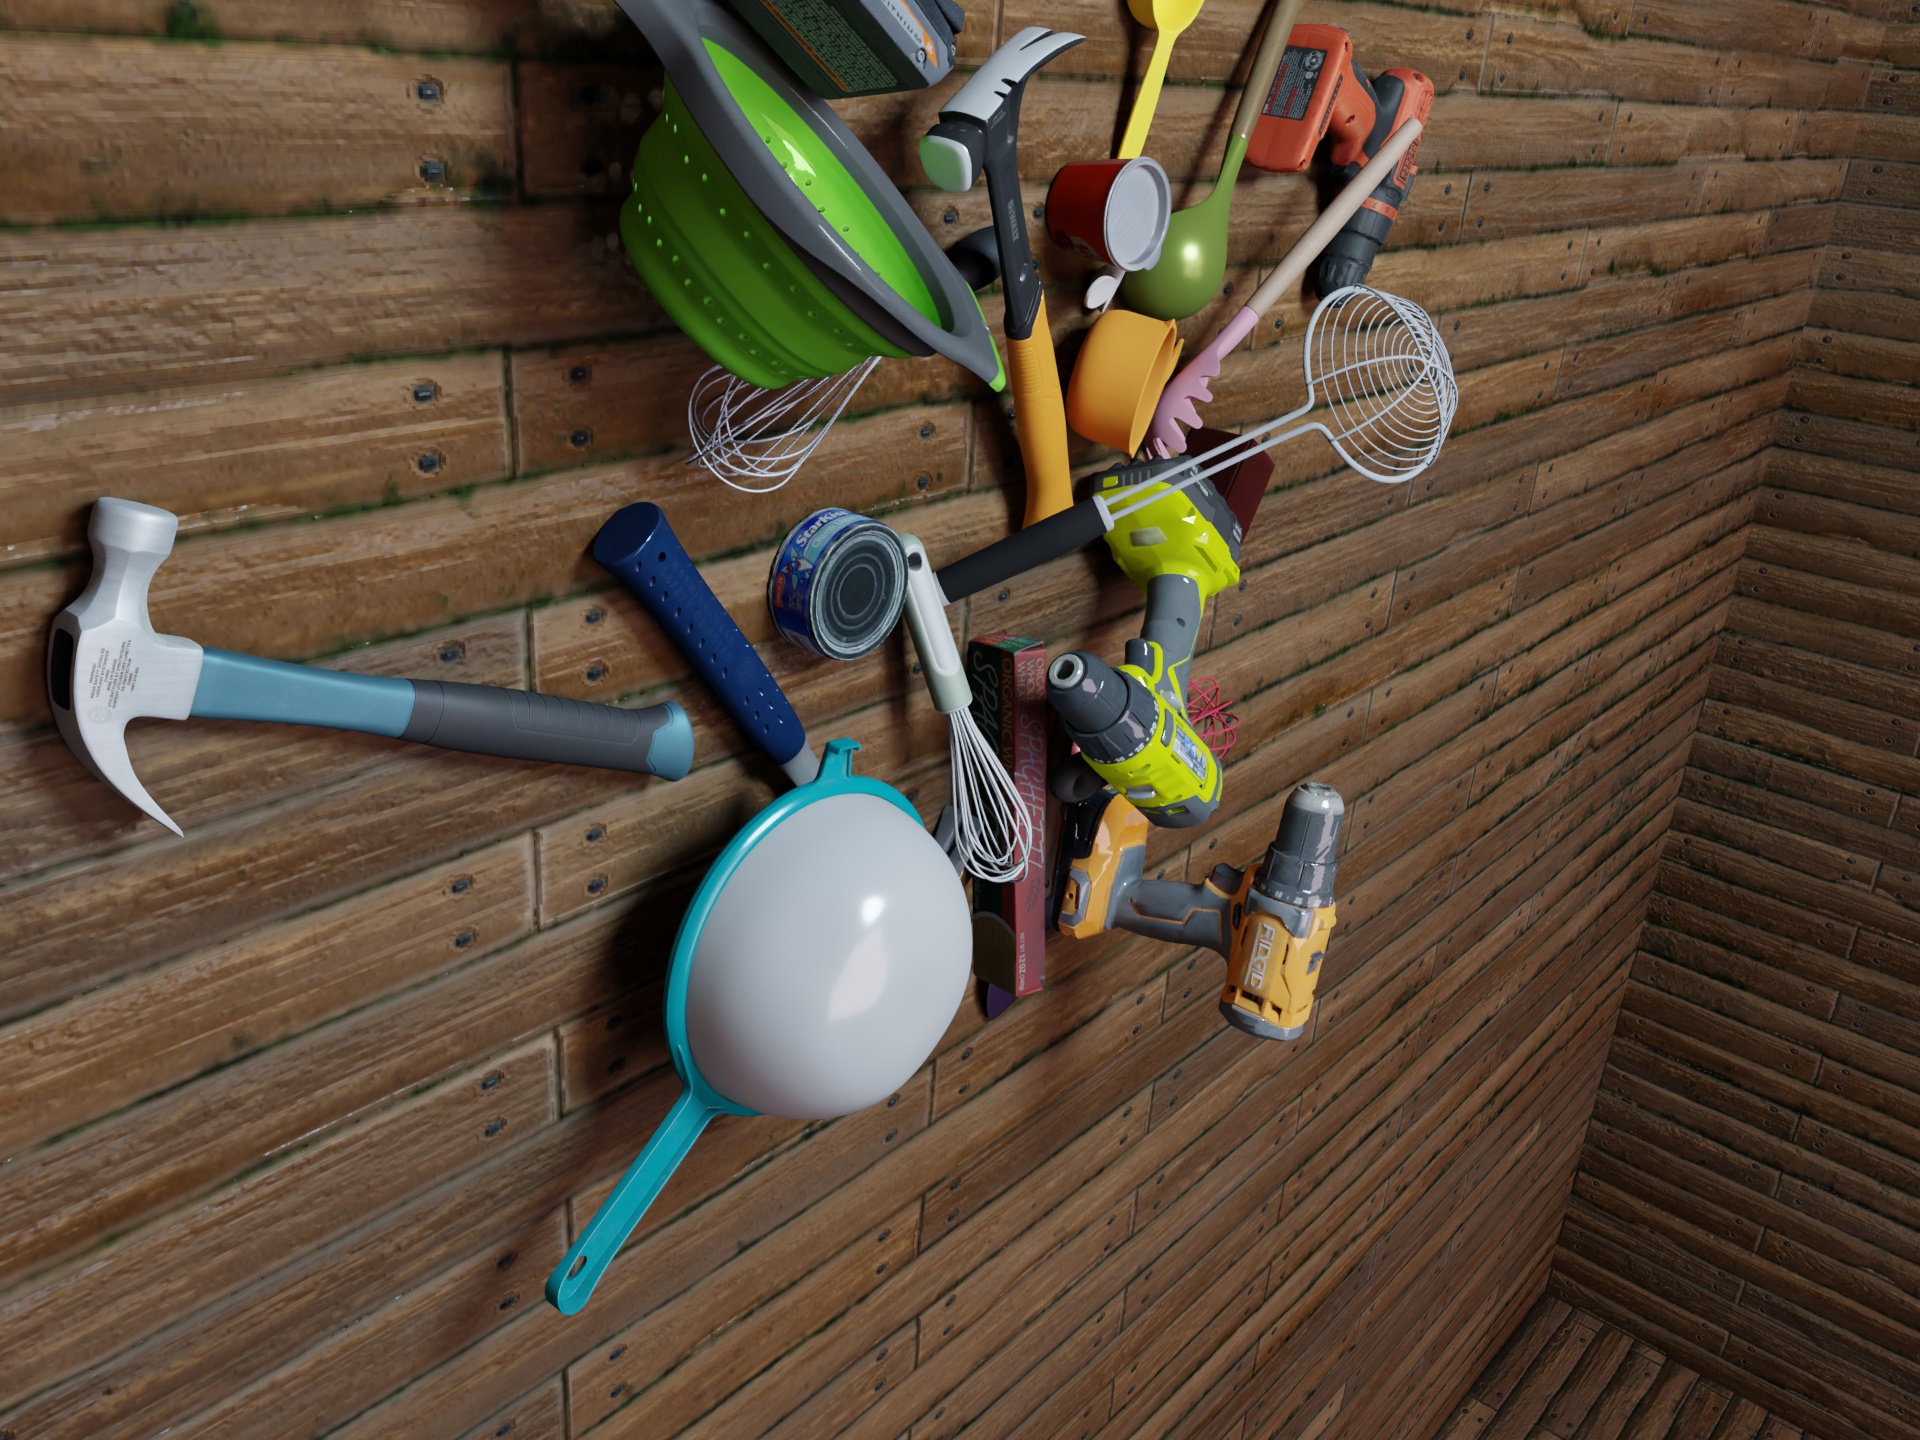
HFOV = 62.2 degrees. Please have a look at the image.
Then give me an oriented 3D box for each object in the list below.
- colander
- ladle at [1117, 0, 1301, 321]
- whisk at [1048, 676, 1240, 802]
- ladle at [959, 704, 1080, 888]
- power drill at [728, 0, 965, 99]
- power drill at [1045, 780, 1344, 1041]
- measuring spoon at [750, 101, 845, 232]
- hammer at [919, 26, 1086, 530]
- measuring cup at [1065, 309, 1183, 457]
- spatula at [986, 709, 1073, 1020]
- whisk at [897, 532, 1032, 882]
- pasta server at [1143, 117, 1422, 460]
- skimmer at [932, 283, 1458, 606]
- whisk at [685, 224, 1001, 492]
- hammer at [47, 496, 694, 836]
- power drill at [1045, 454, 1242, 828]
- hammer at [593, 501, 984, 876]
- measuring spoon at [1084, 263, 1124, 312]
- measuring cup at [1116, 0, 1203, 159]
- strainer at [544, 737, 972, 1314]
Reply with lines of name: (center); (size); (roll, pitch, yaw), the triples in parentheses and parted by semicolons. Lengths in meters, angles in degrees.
colander: (-0.140, -0.264, 0.688); (0.094, 0.205, 0.396); (-36, 129, 19)
ladle: (0.187, -0.419, 1.087); (0.078, 0.062, 0.320); (33, 74, -53)
whisk: (0.140, 0.018, 1.190); (0.296, 0.073, 0.073); (-20, 123, -58)
ladle: (0.018, 0.086, 1.134); (0.315, 0.031, 0.069); (-53, 142, -17)
power drill: (-0.027, -0.415, 0.752); (0.164, 0.084, 0.226); (30, 72, -54)
power drill: (0.173, 0.110, 1.173); (0.084, 0.226, 0.185); (-7, 113, -51)
measuring spoon: (-0.068, -0.277, 0.835); (0.042, 0.021, 0.128); (-61, 143, -9)
hammer: (0.043, -0.233, 0.949); (0.127, 0.034, 0.336); (-56, 153, -28)
measuring cup: (0.115, -0.241, 1.078); (0.174, 0.052, 0.095); (-56, 163, -60)
spatula: (0.055, 0.099, 1.159); (0.060, 0.018, 0.315); (-32, 141, -46)
whisk: (-0.002, -0.003, 1.007); (0.058, 0.059, 0.246); (-29, 114, -26)
pasta server: (0.231, -0.307, 1.140); (0.316, 0.040, 0.060); (-49, -178, -3)
skimmer: (0.146, -0.159, 1.016); (0.090, 0.363, 0.127); (-78, 143, -80)
whisk: (-0.050, -0.210, 0.871); (0.285, 0.070, 0.070); (-45, 139, -37)
hammer: (-0.247, -0.005, 0.736); (0.330, 0.033, 0.128); (11, 98, -54)
power drill: (0.124, -0.062, 1.076); (0.190, 0.080, 0.229); (41, 51, -48)
hammer: (-0.094, 0.018, 0.944); (0.144, 0.035, 0.405); (-53, 142, -19)
measuring spoon: (0.085, -0.274, 0.999); (0.034, 0.018, 0.124); (-62, 177, 21)
measuring cup: (0.114, -0.415, 1.006); (0.062, 0.029, 0.156); (-17, 133, -47)
strainer: (-0.094, 0.192, 0.882); (0.340, 0.095, 0.210); (-54, 141, -21)
